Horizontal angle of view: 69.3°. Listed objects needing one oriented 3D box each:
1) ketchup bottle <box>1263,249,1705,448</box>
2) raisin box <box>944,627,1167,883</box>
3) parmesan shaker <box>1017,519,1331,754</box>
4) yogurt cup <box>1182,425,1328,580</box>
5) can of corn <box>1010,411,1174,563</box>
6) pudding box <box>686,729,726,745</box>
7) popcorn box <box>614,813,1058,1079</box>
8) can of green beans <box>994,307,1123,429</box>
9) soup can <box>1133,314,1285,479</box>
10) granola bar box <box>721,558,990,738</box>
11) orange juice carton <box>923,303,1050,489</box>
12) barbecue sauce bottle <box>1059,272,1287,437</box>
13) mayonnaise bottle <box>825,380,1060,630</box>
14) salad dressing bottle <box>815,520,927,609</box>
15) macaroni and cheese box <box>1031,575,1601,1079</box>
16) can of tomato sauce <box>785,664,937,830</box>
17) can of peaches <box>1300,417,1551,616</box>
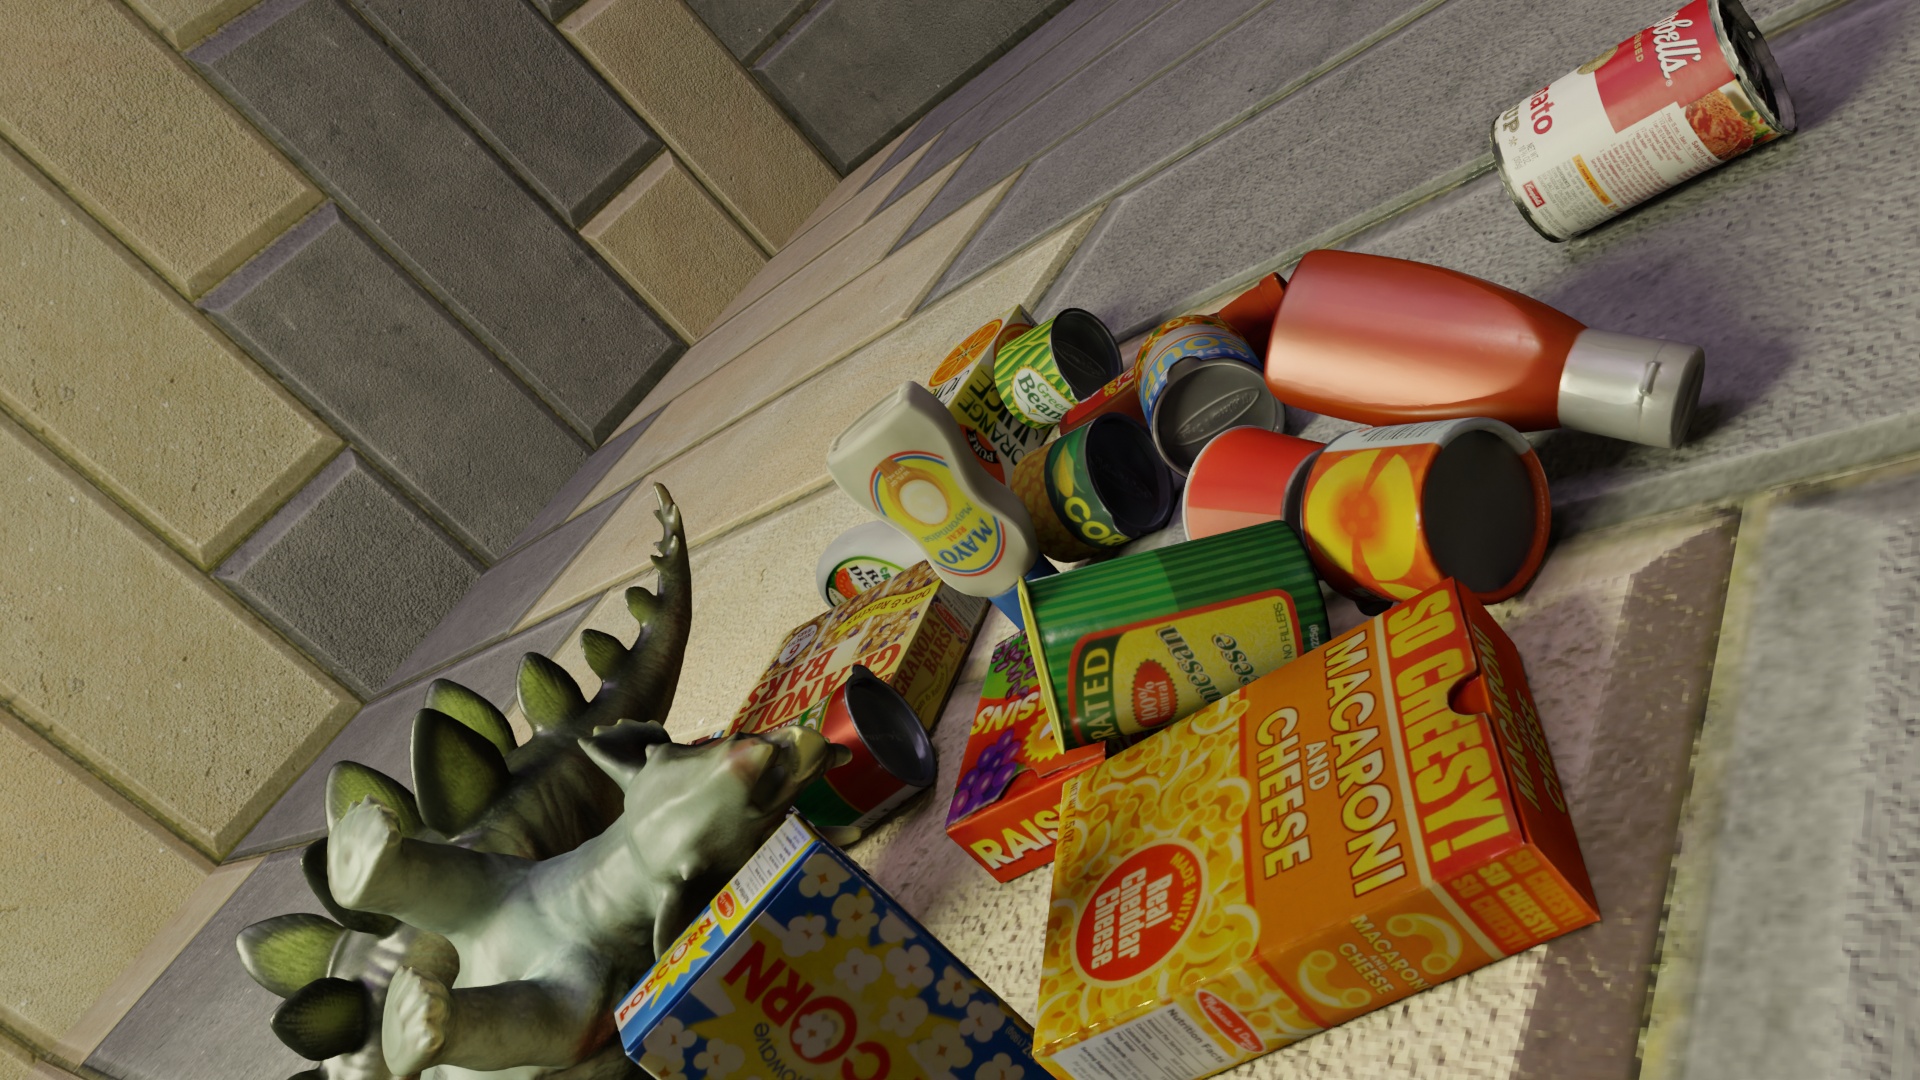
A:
[{"bbox_3d":[0.190,-0.067,0.515,0.149,0.043,0.064,19,90,36],"label":"ketchup bottle"},{"bbox_3d":[0.046,0.077,0.598,0.086,0.040,0.124,-31,23,30],"label":"raisin box"},{"bbox_3d":[0.079,0.033,0.519,0.103,0.071,0.071,-14,21,-1],"label":"parmesan shaker"},{"bbox_3d":[0.135,-0.013,0.578,0.072,0.072,0.054,-50,27,-18],"label":"yogurt cup"},{"bbox_3d":[0.069,-0.024,0.731,0.058,0.071,0.071,-25,26,45],"label":"can of corn"},{"bbox_3d":[-0.171,0.162,0.872,0.049,0.030,0.084,-25,26,46],"label":"pudding box"},{"bbox_3d":[-0.036,0.162,0.449,0.085,0.126,0.038,-47,16,-11],"label":"popcorn box"},{"bbox_3d":[0.065,-0.113,0.925,0.057,0.071,0.071,-24,27,46],"label":"can of green beans"},{"bbox_3d":[0.125,-0.077,0.718,0.071,0.071,0.084,-38,19,15],"label":"soup can"},{"bbox_3d":[-0.064,0.081,0.815,0.165,0.039,0.125,-28,24,38],"label":"granola bar box"},{"bbox_3d":[0.003,-0.069,0.948,0.073,0.071,0.194,-24,27,47],"label":"orange juice carton"},{"bbox_3d":[0.127,-0.094,0.790,0.148,0.043,0.065,-35,5,24],"label":"barbecue sauce bottle"},{"bbox_3d":[0.003,-0.009,0.701,0.064,0.148,0.041,-37,20,20],"label":"mayonnaise bottle"},{"bbox_3d":[-0.024,0.010,0.857,0.147,0.064,0.044,-17,36,38],"label":"salad dressing bottle"},{"bbox_3d":[0.103,0.096,0.443,0.166,0.040,0.124,-34,22,26],"label":"macaroni and cheese box"},{"bbox_3d":[-0.065,0.115,0.697,0.083,0.071,0.071,-38,20,18],"label":"can of tomato sauce"},{"bbox_3d":[0.167,-0.007,0.498,0.071,0.071,0.058,-51,20,-20],"label":"can of peaches"}]
